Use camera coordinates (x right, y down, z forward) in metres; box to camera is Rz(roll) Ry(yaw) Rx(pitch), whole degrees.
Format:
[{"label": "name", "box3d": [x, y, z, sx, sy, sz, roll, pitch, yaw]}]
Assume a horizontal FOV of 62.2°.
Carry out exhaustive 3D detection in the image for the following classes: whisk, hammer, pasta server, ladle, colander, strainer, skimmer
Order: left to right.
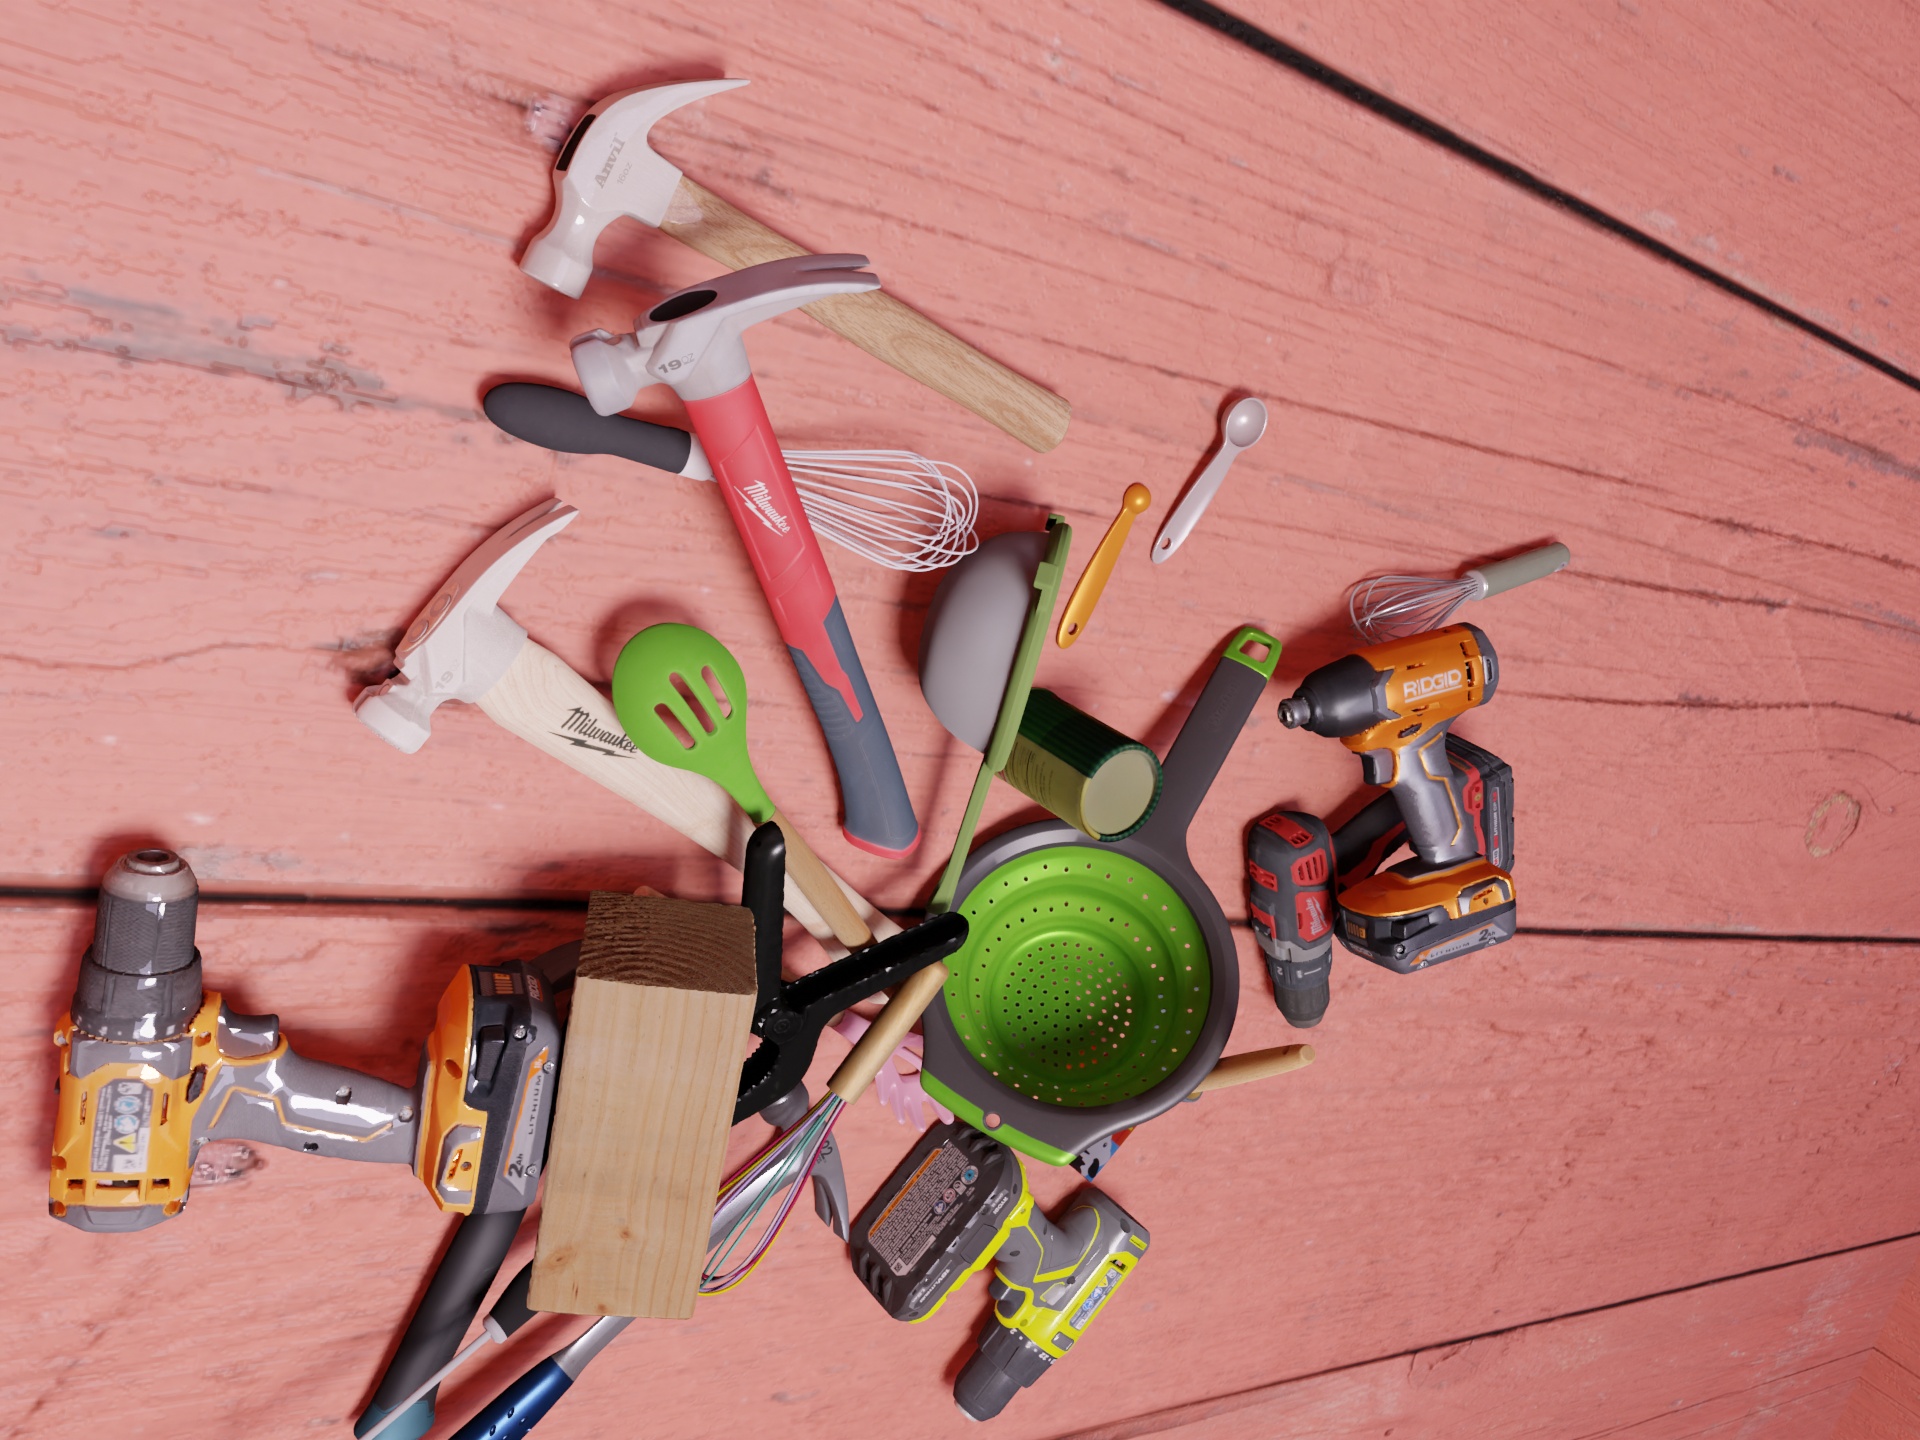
[{"label": "skimmer", "box3d": [-0.286, 0.398, 0.866, 0.363, 0.127, 0.090, -38, 86, -30]}, {"label": "hammer", "box3d": [-0.260, 0.273, 0.918, 0.128, 0.033, 0.331, 23, 96, -41]}, {"label": "hammer", "box3d": [-0.229, 0.389, 0.964, 0.405, 0.035, 0.143, -39, 128, -23]}, {"label": "hammer", "box3d": [-0.136, 0.047, 0.905, 0.146, 0.038, 0.410, -52, 130, -6]}, {"label": "whisk", "box3d": [-0.110, -0.131, 0.835, 0.284, 0.070, 0.070, 11, 104, -33]}, {"label": "whisk", "box3d": [-0.089, 0.242, 0.957, 0.245, 0.047, 0.051, -53, 170, -8]}, {"label": "pasta server", "box3d": [-0.090, 0.177, 0.980, 0.060, 0.040, 0.315, -44, 134, 3]}, {"label": "hammer", "box3d": [-0.066, -0.062, 0.848, 0.143, 0.038, 0.385, -20, 135, -2]}, {"label": "hammer", "box3d": [-0.060, -0.222, 0.840, 0.331, 0.031, 0.130, 21, 98, -40]}, {"label": "strainer", "box3d": [-0.001, -0.003, 0.945, 0.069, 0.151, 0.256, 17, 109, -1]}, {"label": "colander", "box3d": [0.113, 0.109, 1.067, 0.397, 0.204, 0.094, -58, 168, -22]}, {"label": "ladle", "box3d": [0.146, 0.234, 1.041, 0.031, 0.315, 0.069, 33, 65, -7]}, {"label": "whisk", "box3d": [0.382, -0.101, 1.204, 0.246, 0.059, 0.057, -18, 164, -32]}]

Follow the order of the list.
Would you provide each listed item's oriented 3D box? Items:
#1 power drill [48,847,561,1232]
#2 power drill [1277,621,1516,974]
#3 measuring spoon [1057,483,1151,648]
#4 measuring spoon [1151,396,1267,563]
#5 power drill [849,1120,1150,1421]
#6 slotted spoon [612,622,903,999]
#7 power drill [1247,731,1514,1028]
[{"label": "power drill", "box3d": [-0.317, 0.157, 0.782, 0.226, 0.084, 0.185, 6, 105, -22]}, {"label": "power drill", "box3d": [0.306, 0.056, 1.123, 0.164, 0.084, 0.226, -13, 102, -19]}, {"label": "measuring spoon", "box3d": [0.093, -0.097, 1.017, 0.021, 0.011, 0.117, 23, 96, -40]}, {"label": "measuring spoon", "box3d": [0.157, -0.158, 1.038, 0.034, 0.018, 0.124, 26, 101, -40]}, {"label": "power drill", "box3d": [0.023, 0.403, 1.152, 0.190, 0.080, 0.228, -50, 132, -7]}, {"label": "slotted spoon", "box3d": [-0.098, 0.068, 0.902, 0.070, 0.031, 0.313, -43, 130, -15]}, {"label": "power drill", "box3d": [0.323, 0.126, 1.242, 0.226, 0.080, 0.187, -25, 122, -21]}]
